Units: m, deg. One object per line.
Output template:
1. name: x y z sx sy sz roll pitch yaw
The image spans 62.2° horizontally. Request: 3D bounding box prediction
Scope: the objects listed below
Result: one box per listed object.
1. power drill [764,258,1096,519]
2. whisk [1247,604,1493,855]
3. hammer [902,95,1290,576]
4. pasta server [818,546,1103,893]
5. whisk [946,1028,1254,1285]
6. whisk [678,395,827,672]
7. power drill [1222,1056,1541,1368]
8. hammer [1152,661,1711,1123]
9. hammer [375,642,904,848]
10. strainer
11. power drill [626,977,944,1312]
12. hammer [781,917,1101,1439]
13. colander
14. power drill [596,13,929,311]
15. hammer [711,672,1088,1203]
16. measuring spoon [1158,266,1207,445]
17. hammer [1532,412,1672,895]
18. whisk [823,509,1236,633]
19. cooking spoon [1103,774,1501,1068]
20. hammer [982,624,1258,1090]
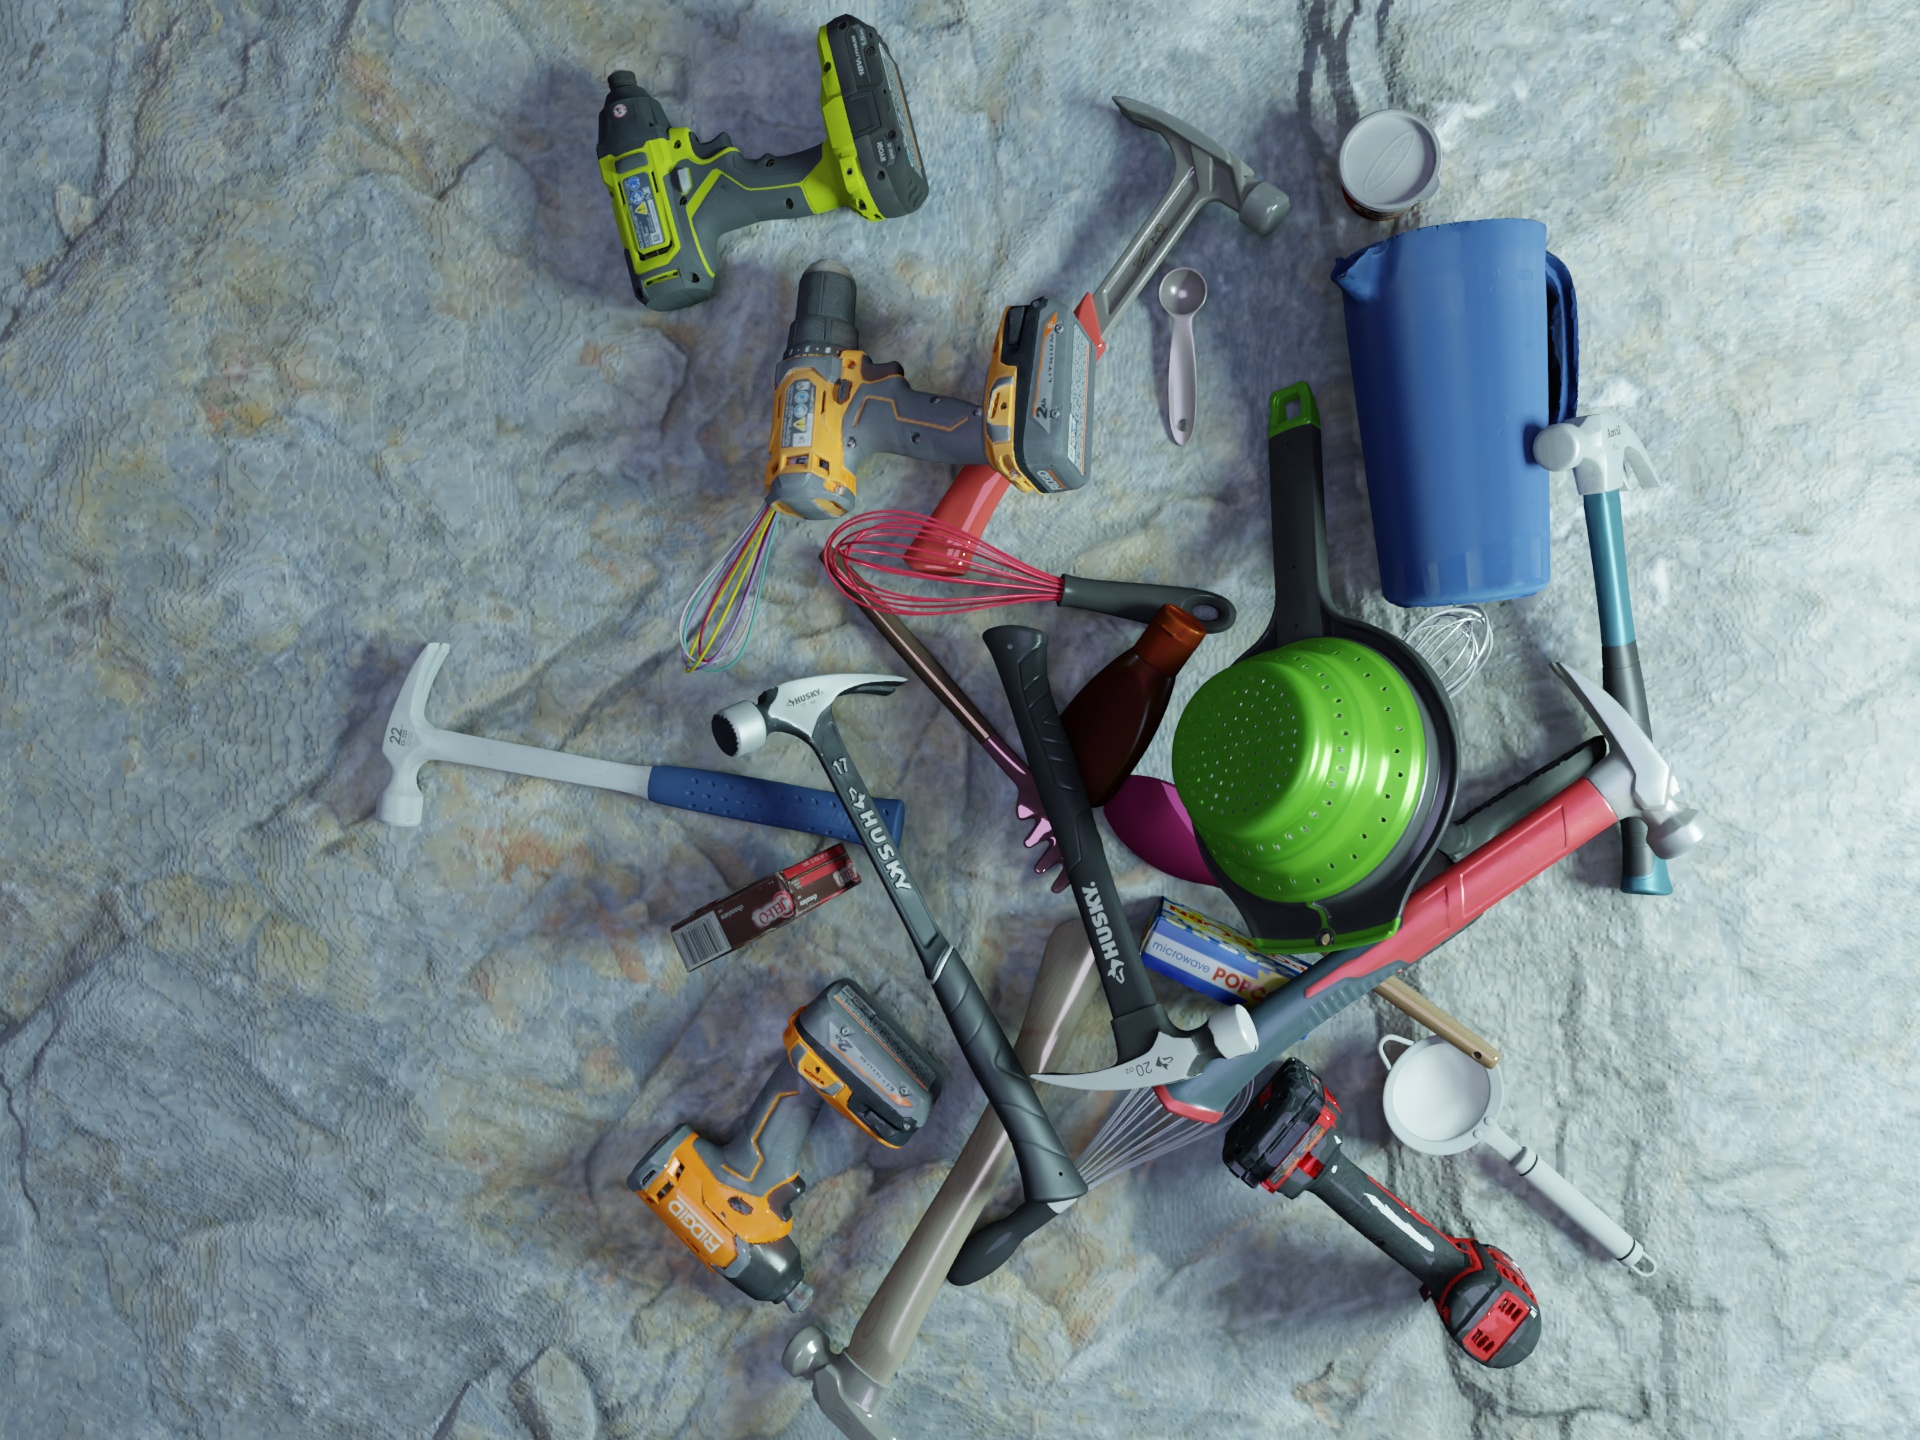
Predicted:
1. power drill: -0.025 -0.236 1.093 0.226 0.084 0.185 -1 78 21
2. whisk: 0.270 0.017 1.083 0.057 0.059 0.246 26 117 -24
3. hammer: 0.067 -0.257 1.126 0.149 0.036 0.359 40 100 19
4. pasta server: -0.002 -0.004 1.153 0.316 0.040 0.060 49 141 6
5. whisk: 0.096 0.323 1.144 0.284 0.070 0.070 -42 86 13
6. whisk: -0.143 -0.142 1.168 0.051 0.047 0.245 28 93 8
7. power drill: 0.287 0.333 1.077 0.220 0.143 0.078 40 94 12
8. hammer: 0.279 0.125 1.030 0.386 0.038 0.143 -36 86 6
9. hammer: -0.241 0.039 1.193 0.405 0.035 0.144 10 94 8
10. strainer: 0.383 0.301 1.105 0.258 0.050 0.087 41 91 0
11. power drill: -0.117 0.319 1.165 0.164 0.084 0.226 45 102 4
12. hammer: 0.016 0.333 1.143 0.146 0.038 0.410 30 94 35
13. colander: 0.204 -0.053 1.033 0.204 0.094 0.397 -16 65 43
14. power drill: -0.149 -0.409 1.142 0.223 0.080 0.171 -14 90 12
15. hammer: -0.020 0.150 1.108 0.036 0.149 0.409 -35 81 53
16. measuring spoon: 0.159 -0.258 1.132 0.034 0.018 0.124 2 100 19
17. hammer: 0.438 -0.038 1.057 0.033 0.128 0.331 -1 103 44
18. whisk: 0.051 -0.095 1.107 0.295 0.073 0.073 8 94 -9
19. cooking spoon: 0.234 0.140 1.106 0.319 0.017 0.068 35 122 14
20. hammer: 0.076 0.086 1.075 0.146 0.035 0.335 -24 71 19
